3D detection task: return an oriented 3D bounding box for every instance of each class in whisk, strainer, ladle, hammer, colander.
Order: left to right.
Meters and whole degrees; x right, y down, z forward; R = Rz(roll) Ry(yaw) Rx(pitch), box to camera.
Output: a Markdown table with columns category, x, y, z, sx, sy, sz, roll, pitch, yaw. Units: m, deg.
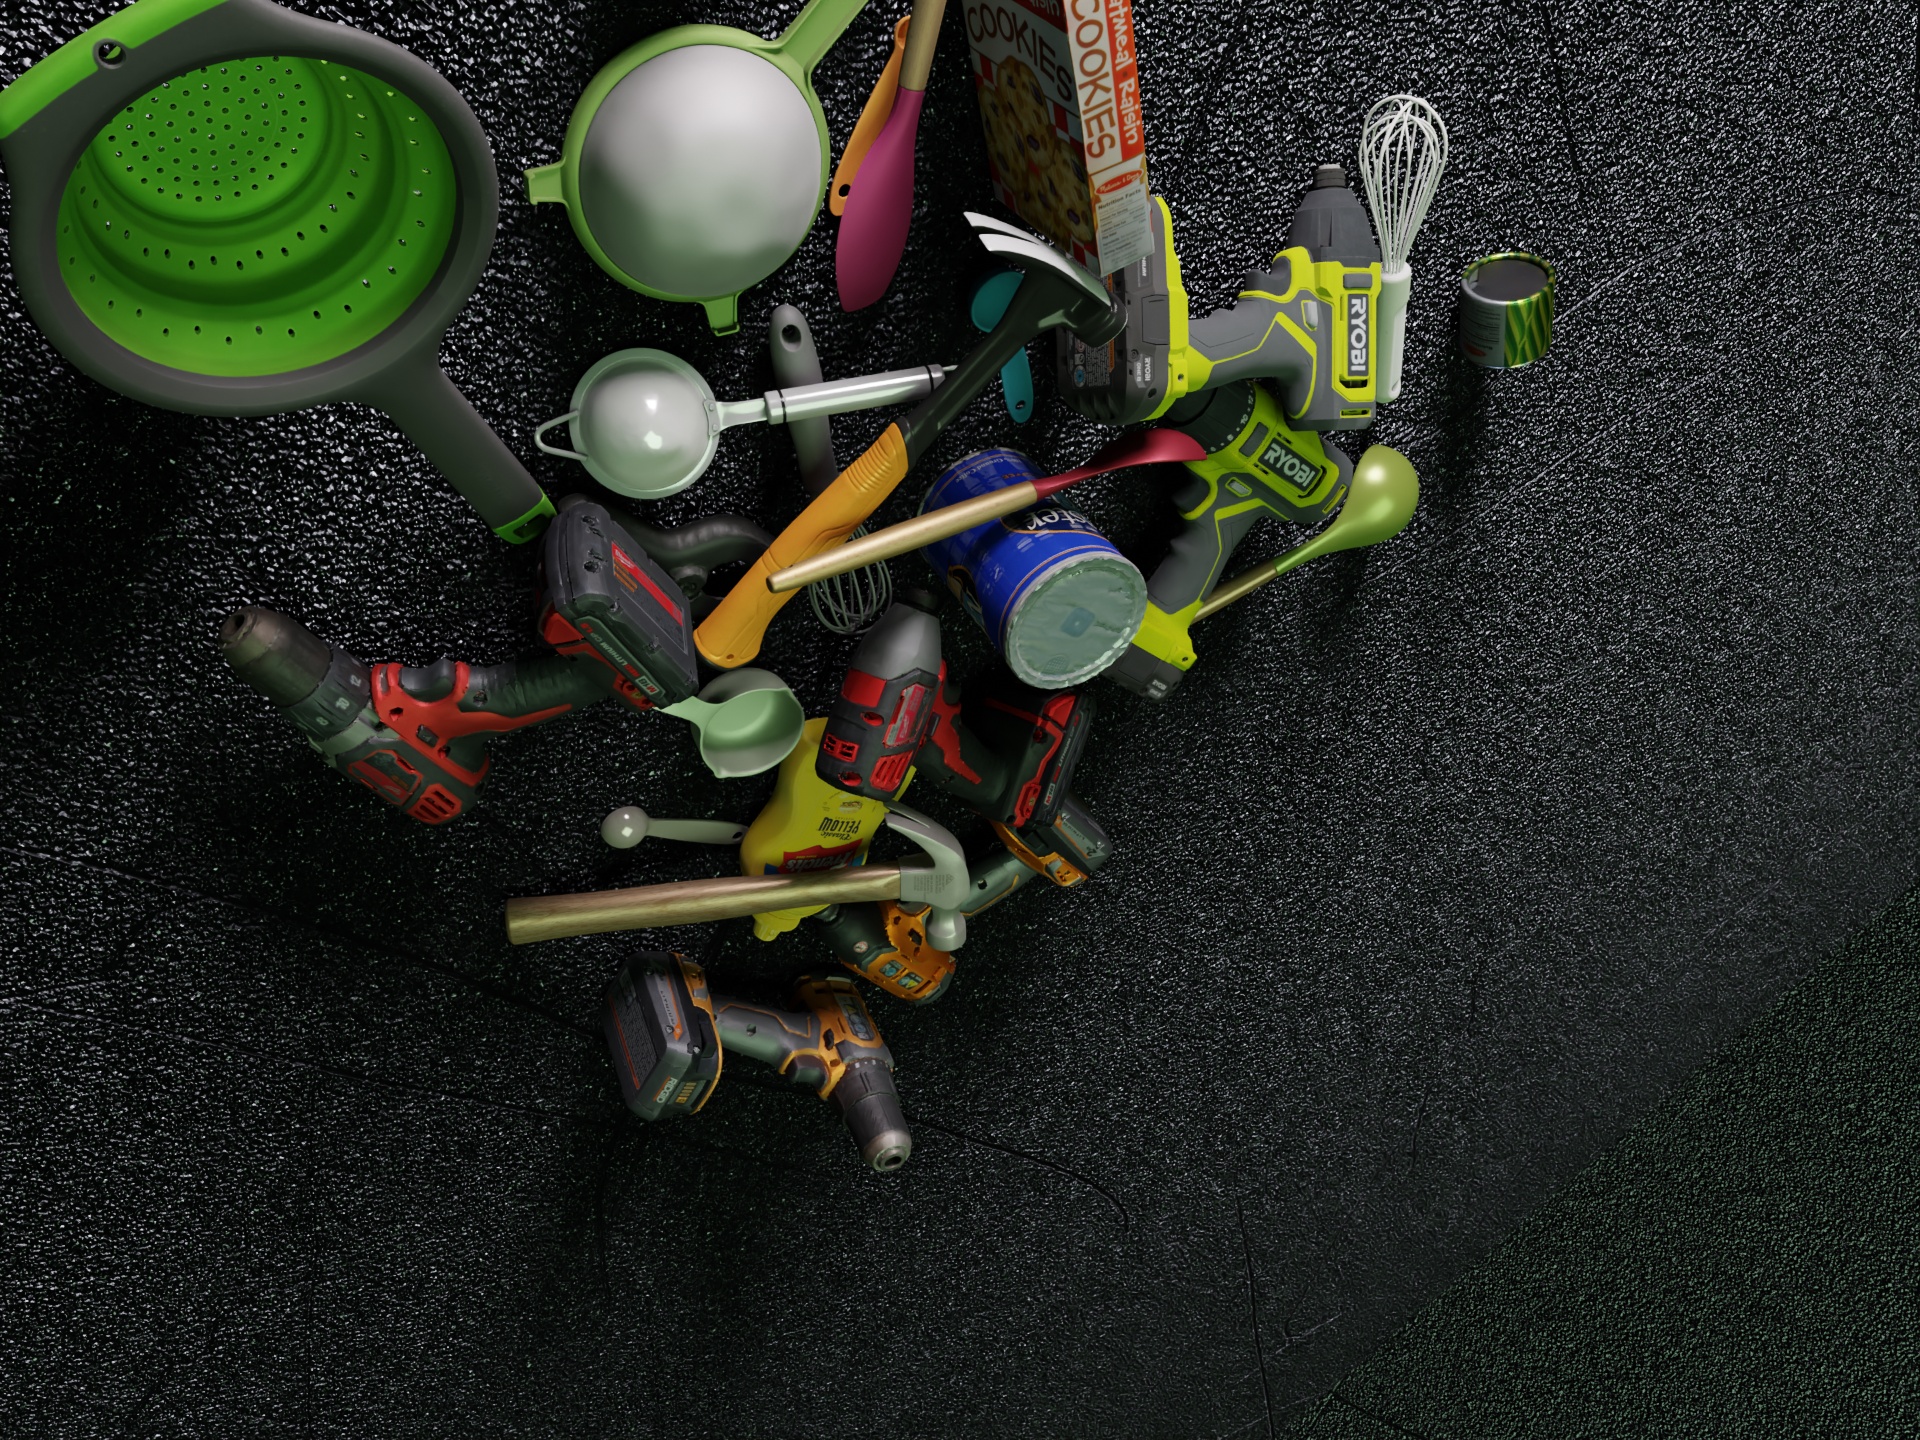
| category | x | y | z | sx | sy | sz | roll | pitch | yaw |
| --- | --- | --- | --- | --- | --- | --- | --- | --- | --- |
| colander | -0.306 | -0.212 | 0.784 | 0.204 | 0.095 | 0.396 | -33 | 156 | -3 |
| hammer | -0.157 | 0.125 | 1.145 | 0.331 | 0.031 | 0.130 | -5 | 125 | -8 |
| strainer | -0.116 | -0.182 | 0.923 | 0.258 | 0.050 | 0.086 | -12 | 111 | -13 |
| strainer | -0.093 | -0.317 | 0.827 | 0.256 | 0.069 | 0.151 | -46 | 137 | 13 |
| whisk | -0.085 | -0.151 | 1.001 | 0.055 | 0.055 | 0.238 | -23 | 132 | -14 |
| hammer | -0.054 | -0.148 | 0.944 | 0.337 | 0.034 | 0.127 | -44 | 146 | 24 |
| ladle | 0.022 | -0.133 | 0.984 | 0.315 | 0.069 | 0.031 | -22 | 108 | -24 |
| ladle | 0.215 | -0.114 | 1.243 | 0.320 | 0.062 | 0.078 | -29 | 139 | 2 |
| whisk | 0.302 | -0.319 | 1.104 | 0.058 | 0.059 | 0.246 | -50 | 149 | -27 |

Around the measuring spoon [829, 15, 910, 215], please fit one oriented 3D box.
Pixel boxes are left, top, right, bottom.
| category | x | y | z | sx | sy | sz | roll | pitch | yaw |
| --- | --- | --- | --- | --- | --- | --- | --- | --- | --- |
| measuring spoon | -0.049 | -0.336 | 0.886 | 0.021 | 0.011 | 0.117 | 5 | 128 | -35 |

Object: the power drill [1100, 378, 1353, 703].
| category | x | y | z | sx | sy | sz | roll | pitch | yaw |
| --- | --- | --- | --- | --- | --- | --- | --- | --- | --- |
| power drill | 0.151 | -0.142 | 1.137 | 0.190 | 0.080 | 0.228 | 26 | 107 | -34 |

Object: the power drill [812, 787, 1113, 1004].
| category | x | y | z | sx | sy | sz | roll | pitch | yaw |
| --- | --- | --- | --- | --- | --- | --- | --- | --- | --- |
| power drill | -0.007 | 0.126 | 1.278 | 0.226 | 0.084 | 0.164 | -40 | 138 | 10 |

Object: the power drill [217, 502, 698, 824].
| category | x | y | z | sx | sy | sz | roll | pitch | yaw |
| --- | --- | --- | --- | --- | --- | --- | --- | --- | --- |
| power drill | -0.287 | -0.037 | 0.923 | 0.226 | 0.080 | 0.187 | -25 | 139 | 13 |

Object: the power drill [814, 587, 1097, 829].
| category | x | y | z | sx | sy | sz | roll | pitch | yaw |
| --- | --- | --- | --- | --- | --- | --- | --- | --- | --- |
| power drill | -0.002 | -0.004 | 1.119 | 0.219 | 0.079 | 0.143 | 18 | 91 | -52 |

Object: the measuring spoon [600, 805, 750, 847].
| category | x | y | z | sx | sy | sz | roll | pitch | yaw |
| --- | --- | --- | --- | --- | --- | --- | --- | --- | --- |
| measuring spoon | -0.201 | 0.083 | 1.154 | 0.124 | 0.018 | 0.034 | 8 | 122 | -38 |

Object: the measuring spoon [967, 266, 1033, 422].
| category | x | y | z | sx | sy | sz | roll | pitch | yaw |
| --- | --- | --- | --- | --- | --- | --- | --- | --- | --- |
| measuring spoon | 0.028 | -0.241 | 1.020 | 0.042 | 0.021 | 0.128 | -30 | 147 | -8 |

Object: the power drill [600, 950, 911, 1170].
| category | x | y | z | sx | sy | sz | roll | pitch | yaw |
| --- | --- | --- | --- | --- | --- | --- | --- | --- | --- |
| power drill | -0.148 | 0.267 | 1.235 | 0.226 | 0.186 | 0.084 | 14 | 120 | -37 |

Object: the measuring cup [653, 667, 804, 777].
| category | x | y | z | sx | sy | sz | roll | pitch | yaw |
| --- | --- | --- | --- | --- | --- | --- | --- | --- | --- |
| measuring cup | -0.179 | -0.016 | 1.067 | 0.167 | 0.038 | 0.083 | 25 | 111 | -42 |

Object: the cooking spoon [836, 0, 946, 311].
| category | x | y | z | sx | sy | sz | roll | pitch | yaw |
| --- | --- | --- | --- | --- | --- | --- | --- | --- | --- |
| cooking spoon | -0.020 | -0.361 | 0.842 | 0.069 | 0.017 | 0.318 | -37 | 153 | -45 |

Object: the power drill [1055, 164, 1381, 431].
| category | x | y | z | sx | sy | sz | roll | pitch | yaw |
| --- | --- | --- | --- | --- | --- | --- | --- | --- | --- |
| power drill | 0.174 | -0.270 | 1.019 | 0.223 | 0.080 | 0.171 | -8 | 102 | -30 |
